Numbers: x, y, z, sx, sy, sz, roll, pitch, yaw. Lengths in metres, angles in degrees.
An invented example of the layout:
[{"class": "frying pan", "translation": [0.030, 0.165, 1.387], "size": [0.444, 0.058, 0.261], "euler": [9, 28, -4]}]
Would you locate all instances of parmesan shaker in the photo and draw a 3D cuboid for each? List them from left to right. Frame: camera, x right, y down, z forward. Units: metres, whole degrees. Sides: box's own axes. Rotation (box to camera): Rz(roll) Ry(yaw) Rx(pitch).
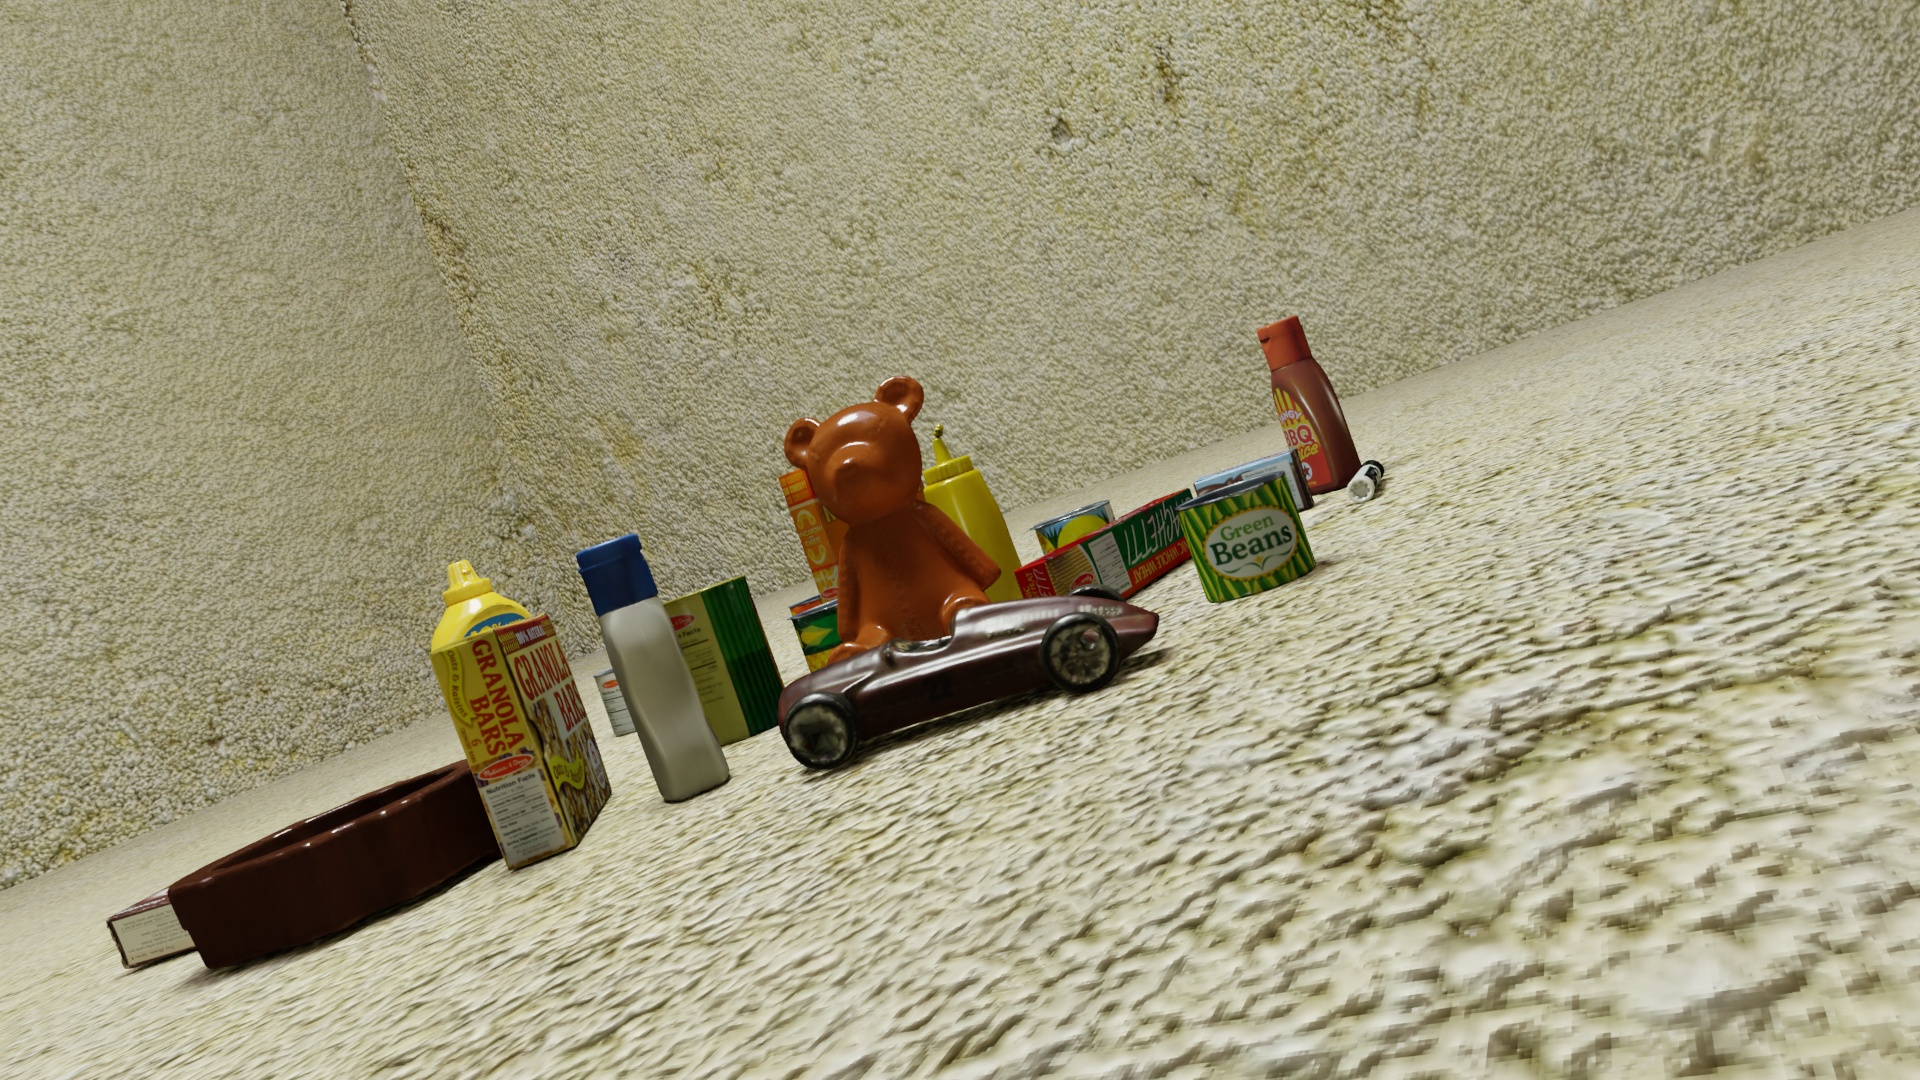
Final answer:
[{"class": "parmesan shaker", "translation": [-0.163, 0.083, 0.950], "size": [0.071, 0.103, 0.071], "euler": [-20, 2, 1]}]

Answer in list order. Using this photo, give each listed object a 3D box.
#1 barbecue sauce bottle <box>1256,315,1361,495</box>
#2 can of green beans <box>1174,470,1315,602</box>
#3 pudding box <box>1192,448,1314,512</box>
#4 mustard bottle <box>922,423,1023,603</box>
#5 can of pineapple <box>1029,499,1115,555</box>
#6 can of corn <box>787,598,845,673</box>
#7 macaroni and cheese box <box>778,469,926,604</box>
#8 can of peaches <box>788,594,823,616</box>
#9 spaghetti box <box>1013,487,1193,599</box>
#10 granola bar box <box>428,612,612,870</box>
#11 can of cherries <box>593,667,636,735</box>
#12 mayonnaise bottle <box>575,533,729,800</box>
[{"class": "barbecue sauce bottle", "translation": [0.291, -0.114, 1.169], "size": [0.044, 0.148, 0.065], "euler": [-20, 2, -17]}, {"class": "can of green beans", "translation": [0.163, -0.002, 0.795], "size": [0.071, 0.058, 0.071], "euler": [-20, 2, 1]}, {"class": "pudding box", "translation": [0.234, -0.038, 1.107], "size": [0.083, 0.049, 0.030], "euler": [-19, 2, 22]}, {"class": "mustard bottle", "translation": [0.004, -0.014, 1.087], "size": [0.049, 0.160, 0.065], "euler": [-21, 2, -27]}, {"class": "can of pineapple", "translation": [0.098, 0.005, 1.132], "size": [0.071, 0.058, 0.071], "euler": [-20, 2, 1]}, {"class": "can of corn", "translation": [-0.091, 0.076, 1.060], "size": [0.071, 0.058, 0.071], "euler": [-20, 2, 1]}, {"class": "macaroni and cheese box", "translation": [-0.072, 0.006, 1.176], "size": [0.040, 0.166, 0.124], "euler": [-18, 3, 46]}, {"class": "can of peaches", "translation": [-0.114, 0.075, 1.245], "size": [0.071, 0.058, 0.071], "euler": [-20, 2, 1]}, {"class": "spaghetti box", "translation": [0.113, 0.012, 0.968], "size": [0.028, 0.050, 0.251], "euler": [-18, 3, 33]}, {"class": "granola bar box", "translation": [-0.248, 0.109, 0.804], "size": [0.039, 0.124, 0.165], "euler": [-20, 2, -7]}, {"class": "can of cherries", "translation": [-0.287, 0.137, 1.250], "size": [0.071, 0.058, 0.071], "euler": [-20, 2, 1]}, {"class": "mayonnaise bottle", "translation": [-0.174, 0.071, 0.783], "size": [0.041, 0.148, 0.064], "euler": [-20, 2, -17]}]
